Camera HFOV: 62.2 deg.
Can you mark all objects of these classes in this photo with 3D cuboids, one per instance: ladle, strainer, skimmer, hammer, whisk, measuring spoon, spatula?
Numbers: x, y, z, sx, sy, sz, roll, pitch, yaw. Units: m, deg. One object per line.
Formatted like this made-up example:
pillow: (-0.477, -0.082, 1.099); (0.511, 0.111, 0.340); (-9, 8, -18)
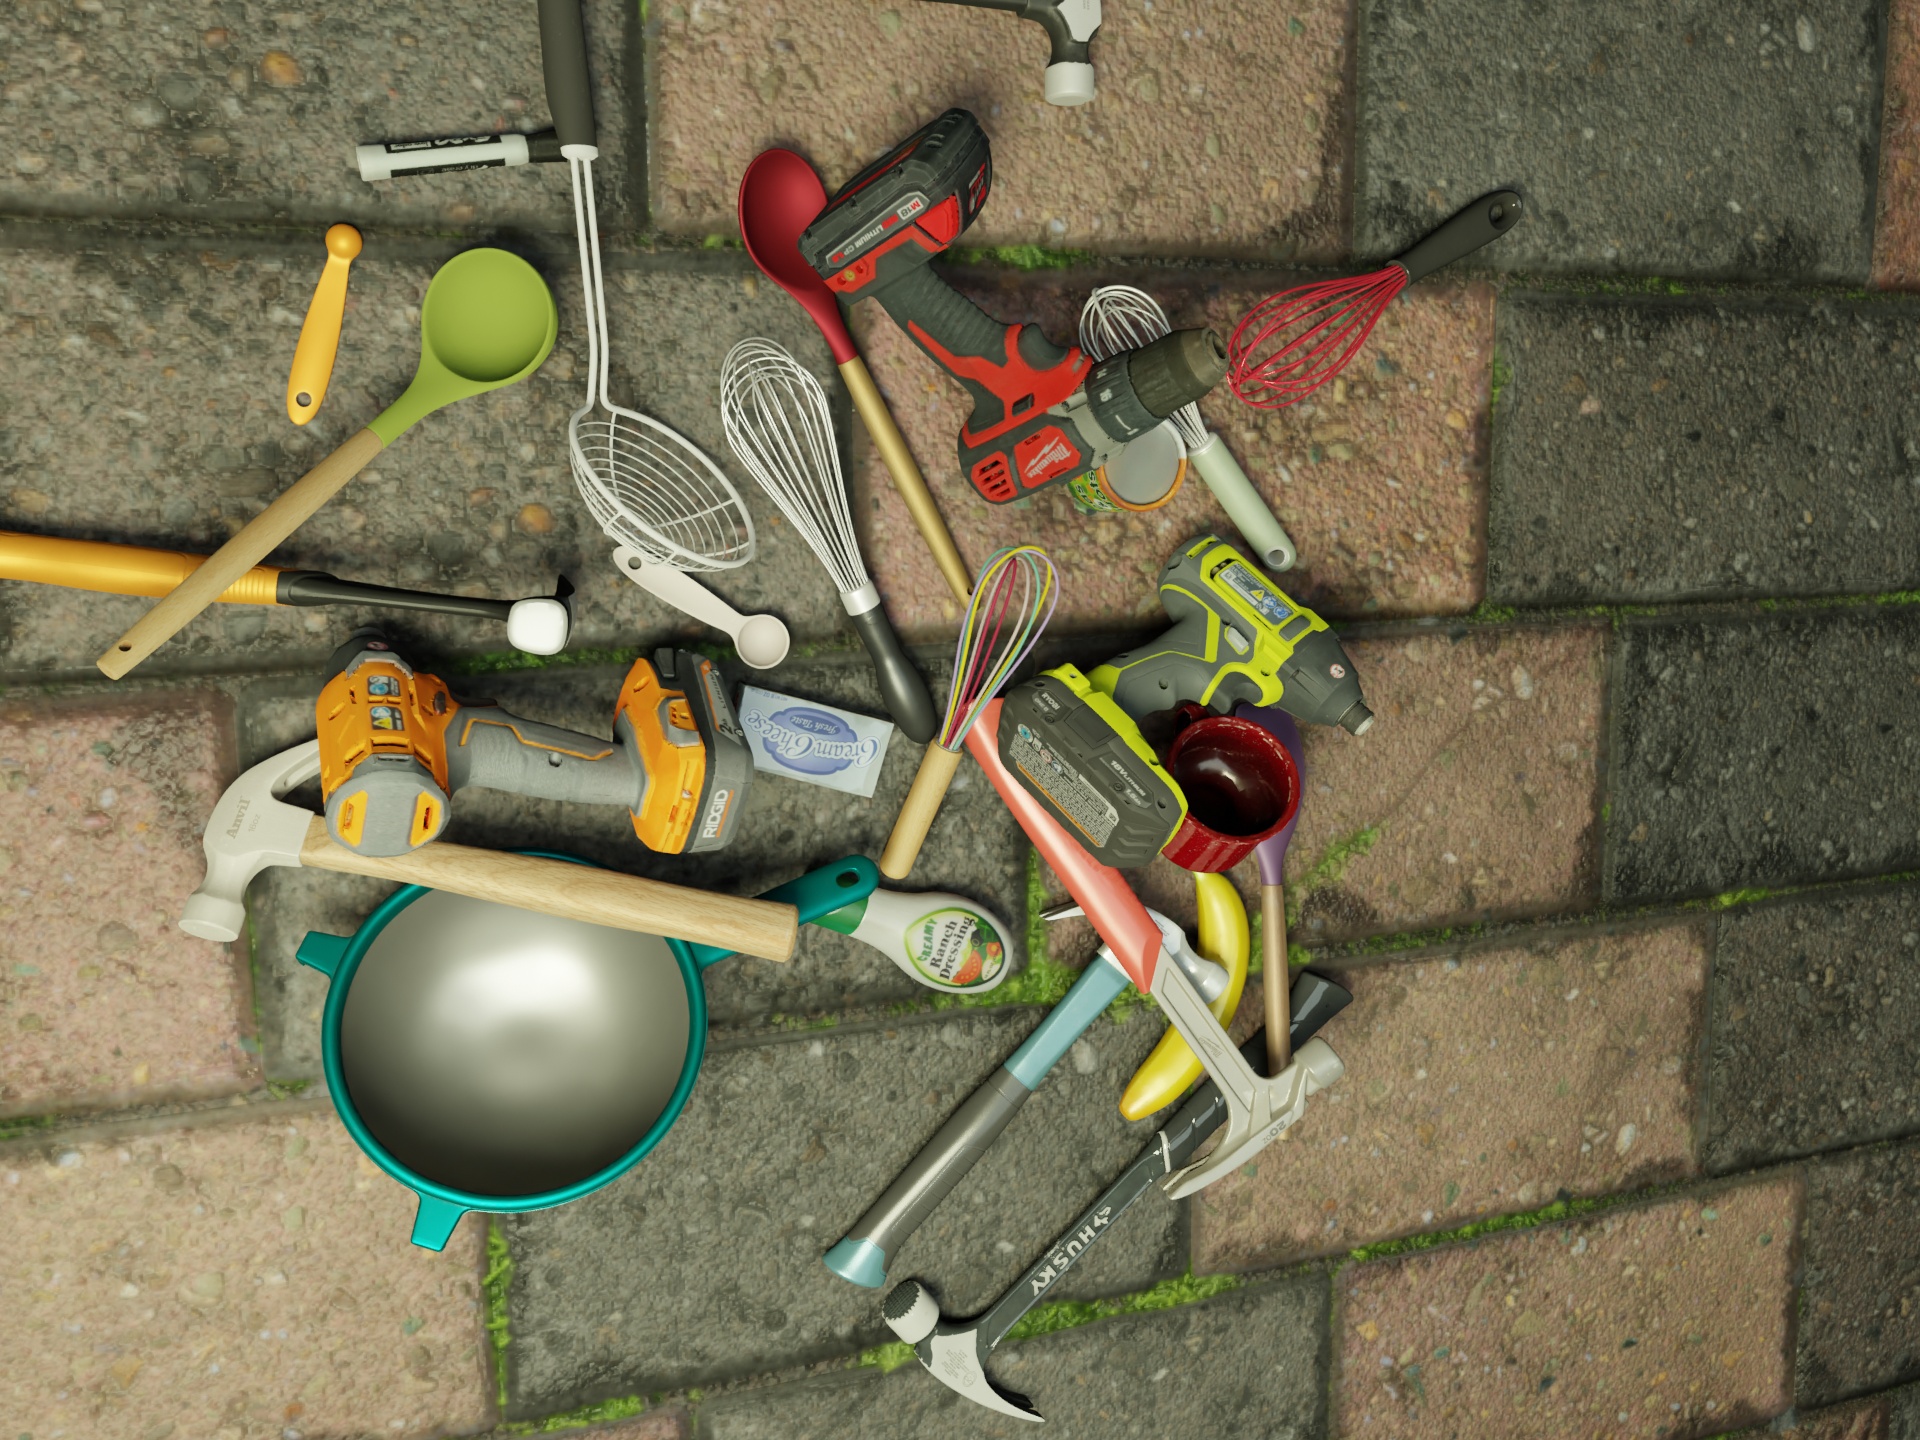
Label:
ladle: (-0.332, -0.141, 0.845); (0.078, 0.062, 0.320); (34, 60, 4)
strainer: (-0.206, 0.166, 0.964); (0.340, 0.095, 0.211); (-22, 71, -26)
skimmer: (-0.185, -0.265, 0.905); (0.090, 0.127, 0.363); (-1, 100, 24)
hammer: (0.031, 0.257, 1.092); (0.128, 0.033, 0.331); (42, 86, -3)
whisk: (-0.003, -0.004, 1.018); (0.051, 0.047, 0.245); (30, 112, 17)
whisk: (0.293, -0.303, 1.116); (0.296, 0.073, 0.073); (-34, 108, -20)
measuring spoon: (-0.361, -0.224, 0.899); (0.021, 0.011, 0.117); (14, 92, -22)
whisk: (0.160, -0.195, 1.087); (0.058, 0.059, 0.246); (-30, 115, 23)
hammer: (-0.257, 0.089, 0.916); (0.331, 0.031, 0.130); (12, 61, -10)
ladle: (-0.058, -0.206, 1.009); (0.069, 0.031, 0.315); (-38, 112, -29)
hammer: (0.100, 0.139, 1.065); (0.149, 0.037, 0.359); (-36, 94, -5)
hammer: (-0.071, -0.462, 0.964); (0.334, 0.035, 0.146); (-4, 100, -20)
whisk: (-0.077, -0.106, 1.003); (0.070, 0.070, 0.284); (-30, 111, -15)
measuring spoon: (-0.163, -0.073, 0.998); (0.124, 0.018, 0.034); (32, 86, -15)
hammer: (-0.384, -0.077, 0.878); (0.336, 0.127, 0.034); (6, 99, -12)
spatula: (0.228, 0.144, 1.152); (0.059, 0.018, 0.316); (-1, 89, -23)
hammer: (0.137, 0.332, 1.155); (0.409, 0.036, 0.149); (-42, 110, -11)

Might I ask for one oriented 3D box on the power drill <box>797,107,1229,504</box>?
power drill: (0.034, -0.246, 0.954); (0.226, 0.188, 0.080); (49, 42, -24)

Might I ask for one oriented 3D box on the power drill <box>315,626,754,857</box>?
power drill: (-0.248, 0.005, 0.911); (0.226, 0.164, 0.084); (3, 127, -28)

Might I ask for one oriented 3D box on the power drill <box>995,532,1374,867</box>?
power drill: (0.149, -0.011, 1.030); (0.223, 0.080, 0.171); (-35, 69, -28)
